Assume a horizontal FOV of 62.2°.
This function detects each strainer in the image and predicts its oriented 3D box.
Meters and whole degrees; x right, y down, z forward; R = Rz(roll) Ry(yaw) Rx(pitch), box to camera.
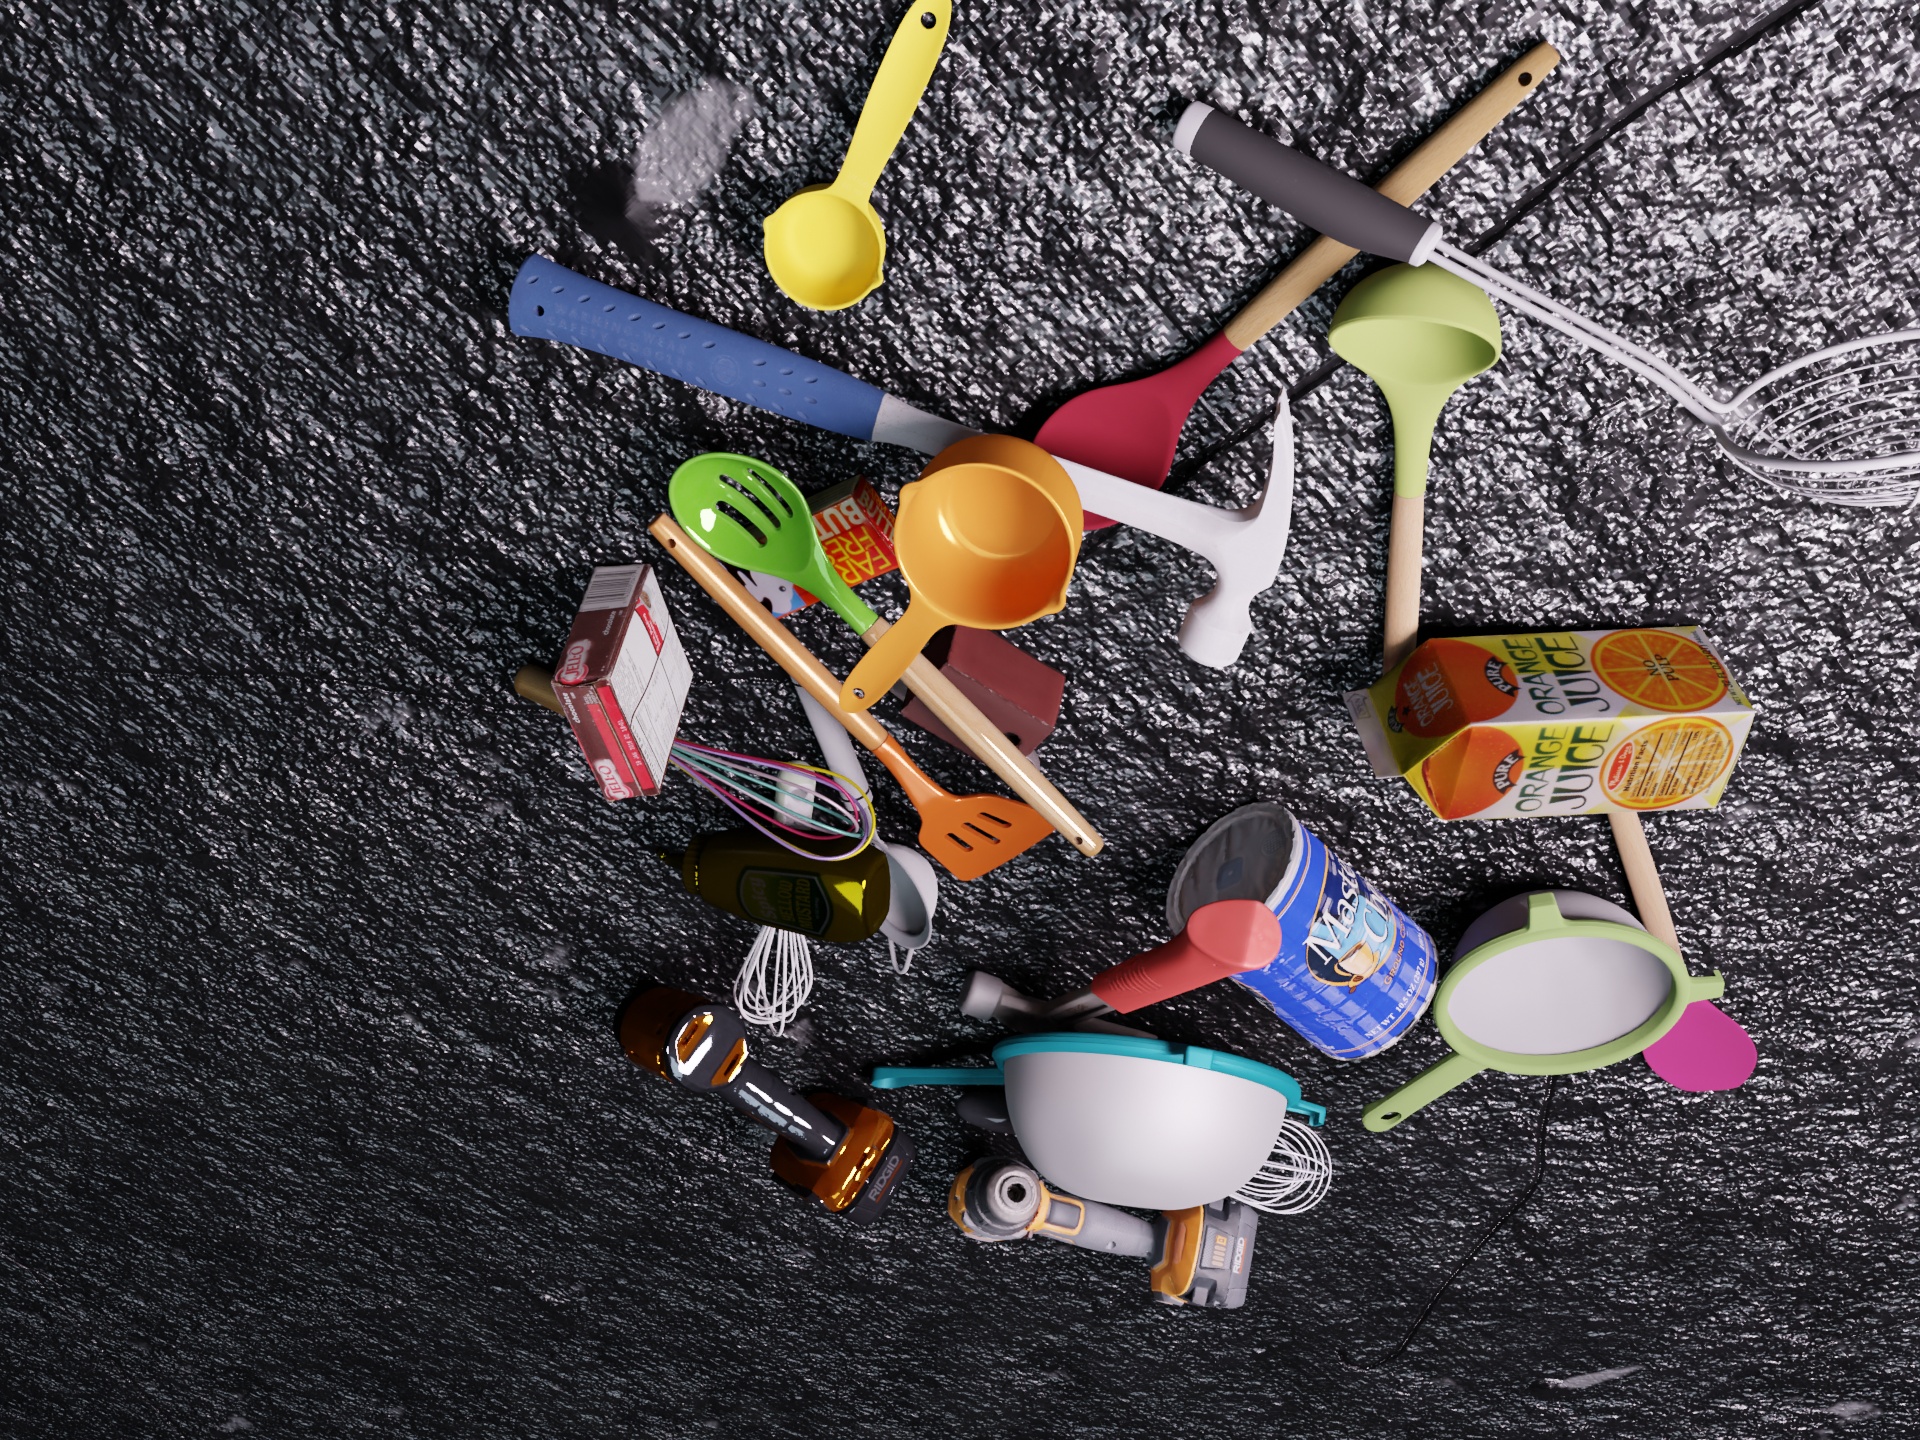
[{"bbox_3d":[0.344,0.185,1.030,0.151,0.069,0.256,24,133,-17],"label":"strainer"},{"bbox_3d":[0.068,0.287,1.114,0.340,0.095,0.210,-8,153,35],"label":"strainer"},{"bbox_3d":[-0.061,0.054,1.011,0.087,0.050,0.258,19,139,45],"label":"strainer"}]

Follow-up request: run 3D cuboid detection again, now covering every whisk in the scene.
[{"bbox_3d":[-0.120,0.124,1.082,0.057,0.059,0.246,-6,131,-20],"label":"whisk"},{"bbox_3d":[0.136,0.314,1.200,0.284,0.070,0.070,9,133,10],"label":"whisk"},{"bbox_3d":[-0.163,0.020,0.981,0.245,0.051,0.047,25,109,7],"label":"whisk"}]

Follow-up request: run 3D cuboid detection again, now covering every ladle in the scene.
[{"bbox_3d":[0.227,-0.090,0.819,0.078,0.062,0.319,9,137,21],"label":"ladle"},{"bbox_3d":[0.148,-0.199,0.755,0.069,0.031,0.315,39,125,-17],"label":"ladle"}]

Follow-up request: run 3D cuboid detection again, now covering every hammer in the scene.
[{"bbox_3d":[-0.029,-0.154,0.794,0.405,0.035,0.144,20,126,2],"label":"hammer"},{"bbox_3d":[0.113,0.167,0.979,0.149,0.037,0.359,20,158,-9],"label":"hammer"}]

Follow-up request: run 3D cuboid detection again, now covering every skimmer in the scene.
[{"bbox_3d":[0.258,-0.193,0.652,0.363,0.127,0.090,32,137,11],"label":"skimmer"}]

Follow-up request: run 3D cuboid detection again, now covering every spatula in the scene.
[{"bbox_3d":[-0.064,-0.008,0.936,0.081,0.041,0.322,-34,117,21],"label":"spatula"}]

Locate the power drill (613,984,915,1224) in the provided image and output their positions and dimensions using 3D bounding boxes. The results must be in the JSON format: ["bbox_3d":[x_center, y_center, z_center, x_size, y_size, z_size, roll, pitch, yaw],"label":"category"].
[{"bbox_3d":[-0.158,0.276,1.184,0.226,0.084,0.164,43,158,-25],"label":"power drill"}]

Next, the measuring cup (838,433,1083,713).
[{"bbox_3d":[-0.007,-0.069,0.792,0.095,0.052,0.173,36,126,-10],"label":"measuring cup"}]

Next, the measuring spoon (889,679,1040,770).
[{"bbox_3d":[-0.002,-0.003,0.969,0.124,0.018,0.034,35,146,-11],"label":"measuring spoon"}]

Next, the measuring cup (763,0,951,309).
[{"bbox_3d":[-0.042,-0.266,0.739,0.062,0.029,0.156,25,119,-11],"label":"measuring cup"}]

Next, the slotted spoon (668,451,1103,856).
[{"bbox_3d":[-0.033,-0.033,0.874,0.313,0.031,0.070,44,125,-11],"label":"slotted spoon"}]

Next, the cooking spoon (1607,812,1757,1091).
[{"bbox_3d":[0.445,0.141,1.006,0.069,0.017,0.318,-12,129,28],"label":"cooking spoon"}]

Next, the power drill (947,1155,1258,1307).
[{"bbox_3d":[0.106,0.383,1.210,0.226,0.084,0.185,15,160,-1],"label":"power drill"}]
